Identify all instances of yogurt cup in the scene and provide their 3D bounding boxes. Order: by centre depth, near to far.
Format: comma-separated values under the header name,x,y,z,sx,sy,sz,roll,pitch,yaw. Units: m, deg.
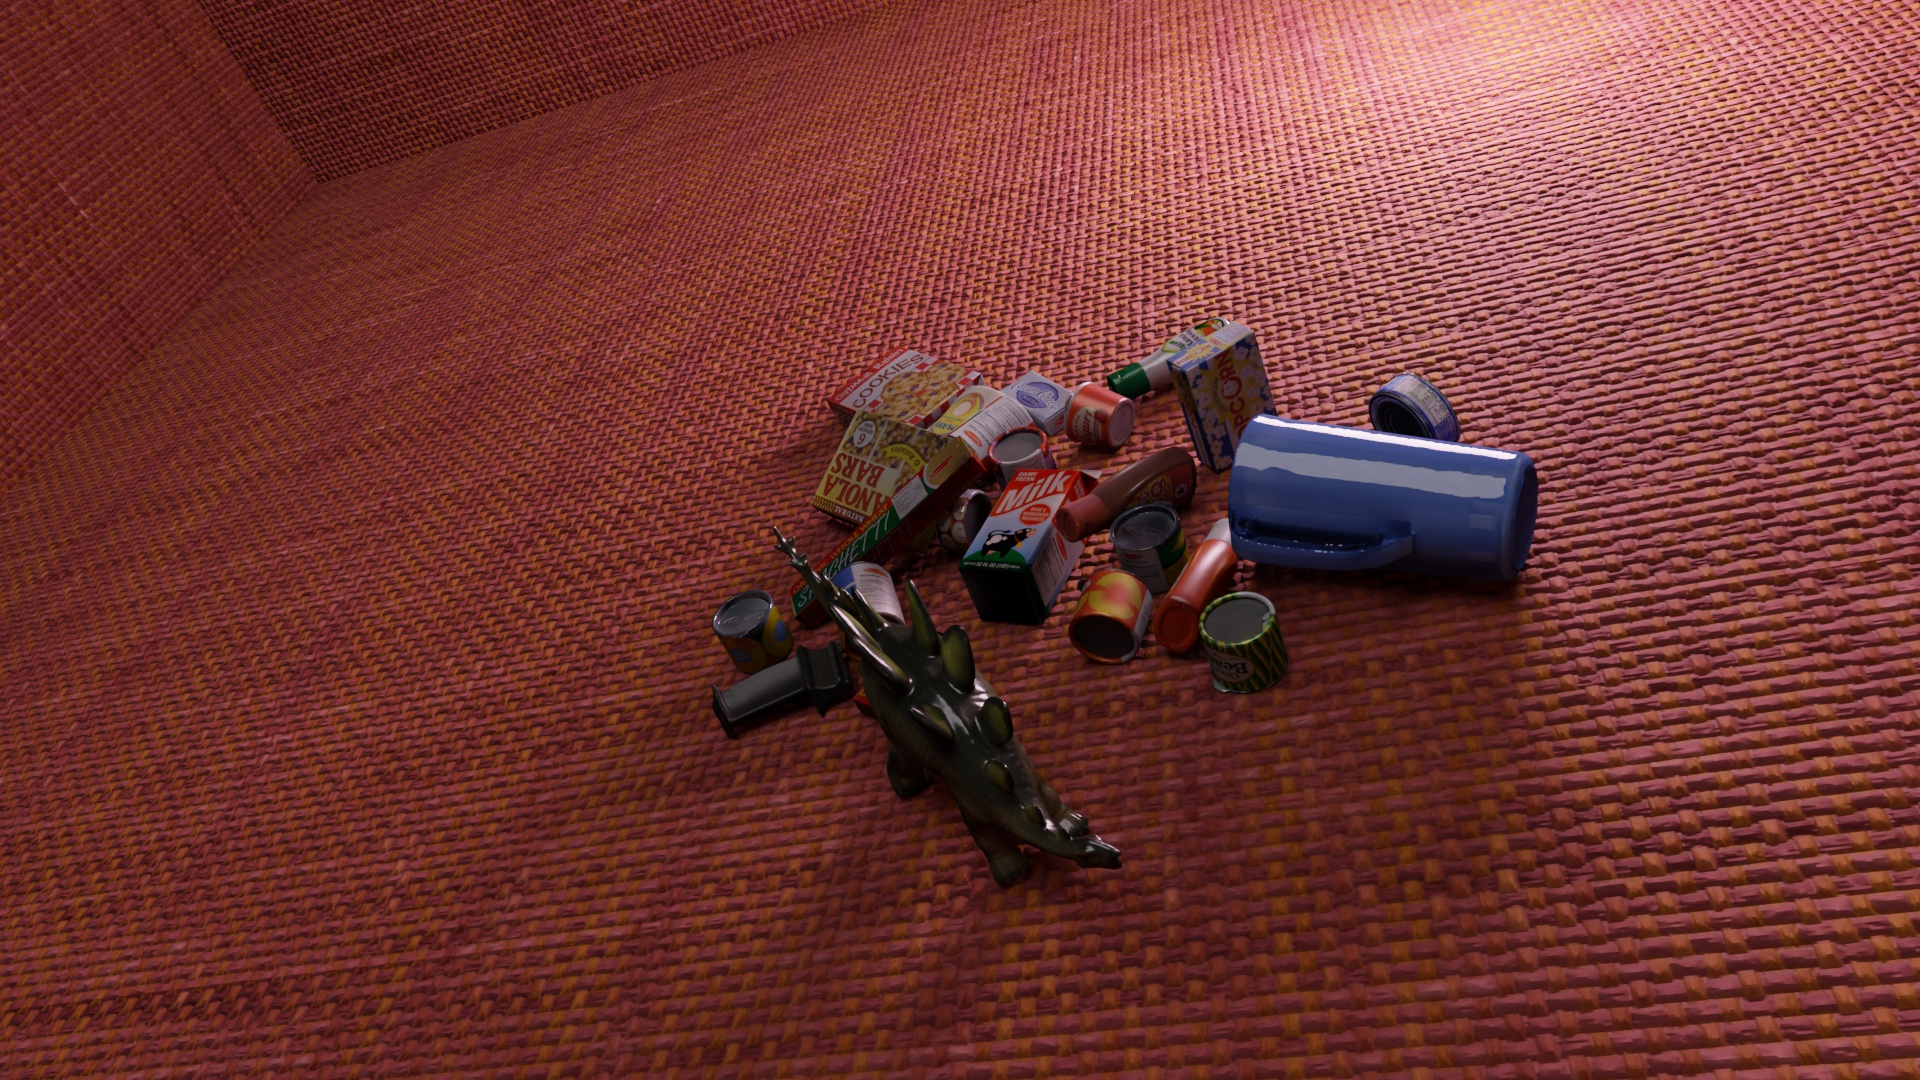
name,x,y,z,sx,sy,sz,roll,pitch,yaw
yogurt cup,0.152,-0.133,1.498,0.054,0.072,0.073,20,53,34

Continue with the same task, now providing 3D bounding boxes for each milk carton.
name,x,y,z,sx,sy,sz,roll,pitch,yaw
milk carton,0.076,-0.010,1.373,0.072,0.073,0.191,3,43,32

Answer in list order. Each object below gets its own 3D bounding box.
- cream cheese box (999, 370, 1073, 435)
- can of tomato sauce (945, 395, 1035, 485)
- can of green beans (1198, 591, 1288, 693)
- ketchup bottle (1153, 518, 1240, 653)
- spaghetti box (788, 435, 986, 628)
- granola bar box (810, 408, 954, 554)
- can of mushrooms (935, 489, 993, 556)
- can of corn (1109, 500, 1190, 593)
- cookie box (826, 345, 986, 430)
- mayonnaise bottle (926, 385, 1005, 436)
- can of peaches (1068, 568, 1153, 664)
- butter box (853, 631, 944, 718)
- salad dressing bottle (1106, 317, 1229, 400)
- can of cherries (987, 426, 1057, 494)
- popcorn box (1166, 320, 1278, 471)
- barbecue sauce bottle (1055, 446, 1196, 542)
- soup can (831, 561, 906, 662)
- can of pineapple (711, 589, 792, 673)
name,x,y,z,sx,sy,sz,roll,pitch,yaw
cream cheese box,0.092,-0.159,1.595,0.053,0.024,0.104,-34,37,-15
can of tomato sauce,0.033,-0.110,1.533,0.083,0.071,0.071,-38,38,-20
can of green beans,0.240,0.086,1.176,0.071,0.057,0.071,-15,37,12
ketchup bottle,0.221,0.035,1.252,0.043,0.064,0.149,24,43,16
spaghetti box,-0.078,-0.007,1.419,0.249,0.028,0.050,-42,34,11
granola bar box,-0.076,-0.067,1.515,0.166,0.039,0.124,21,83,44
can of mushrooms,0.005,-0.018,1.431,0.033,0.070,0.071,3,43,30
can of corn,0.181,0.006,1.308,0.071,0.058,0.071,-15,37,12
cookie box,-0.065,-0.174,1.686,0.123,0.040,0.167,-40,39,-22
mayonnaise bottle,-0.010,-0.118,1.584,0.065,0.041,0.149,18,53,42
can of peaches,0.133,0.068,1.248,0.071,0.071,0.058,-2,42,26
butter box,-0.049,0.127,1.309,0.053,0.024,0.104,12,48,39
salad dressing bottle,0.236,-0.198,1.551,0.148,0.043,0.064,-26,37,-4
can of cherries,0.067,-0.081,1.481,0.071,0.058,0.072,-15,37,12
popcorn box,0.266,-0.144,1.395,0.085,0.126,0.038,-30,32,-10
barbecue sauce bottle,0.160,-0.040,1.345,0.149,0.064,0.044,-23,42,-27
soup can,-0.093,0.073,1.368,0.071,0.071,0.084,-23,36,1
can of pineapple,-0.211,0.094,1.410,0.071,0.057,0.071,-15,37,12
